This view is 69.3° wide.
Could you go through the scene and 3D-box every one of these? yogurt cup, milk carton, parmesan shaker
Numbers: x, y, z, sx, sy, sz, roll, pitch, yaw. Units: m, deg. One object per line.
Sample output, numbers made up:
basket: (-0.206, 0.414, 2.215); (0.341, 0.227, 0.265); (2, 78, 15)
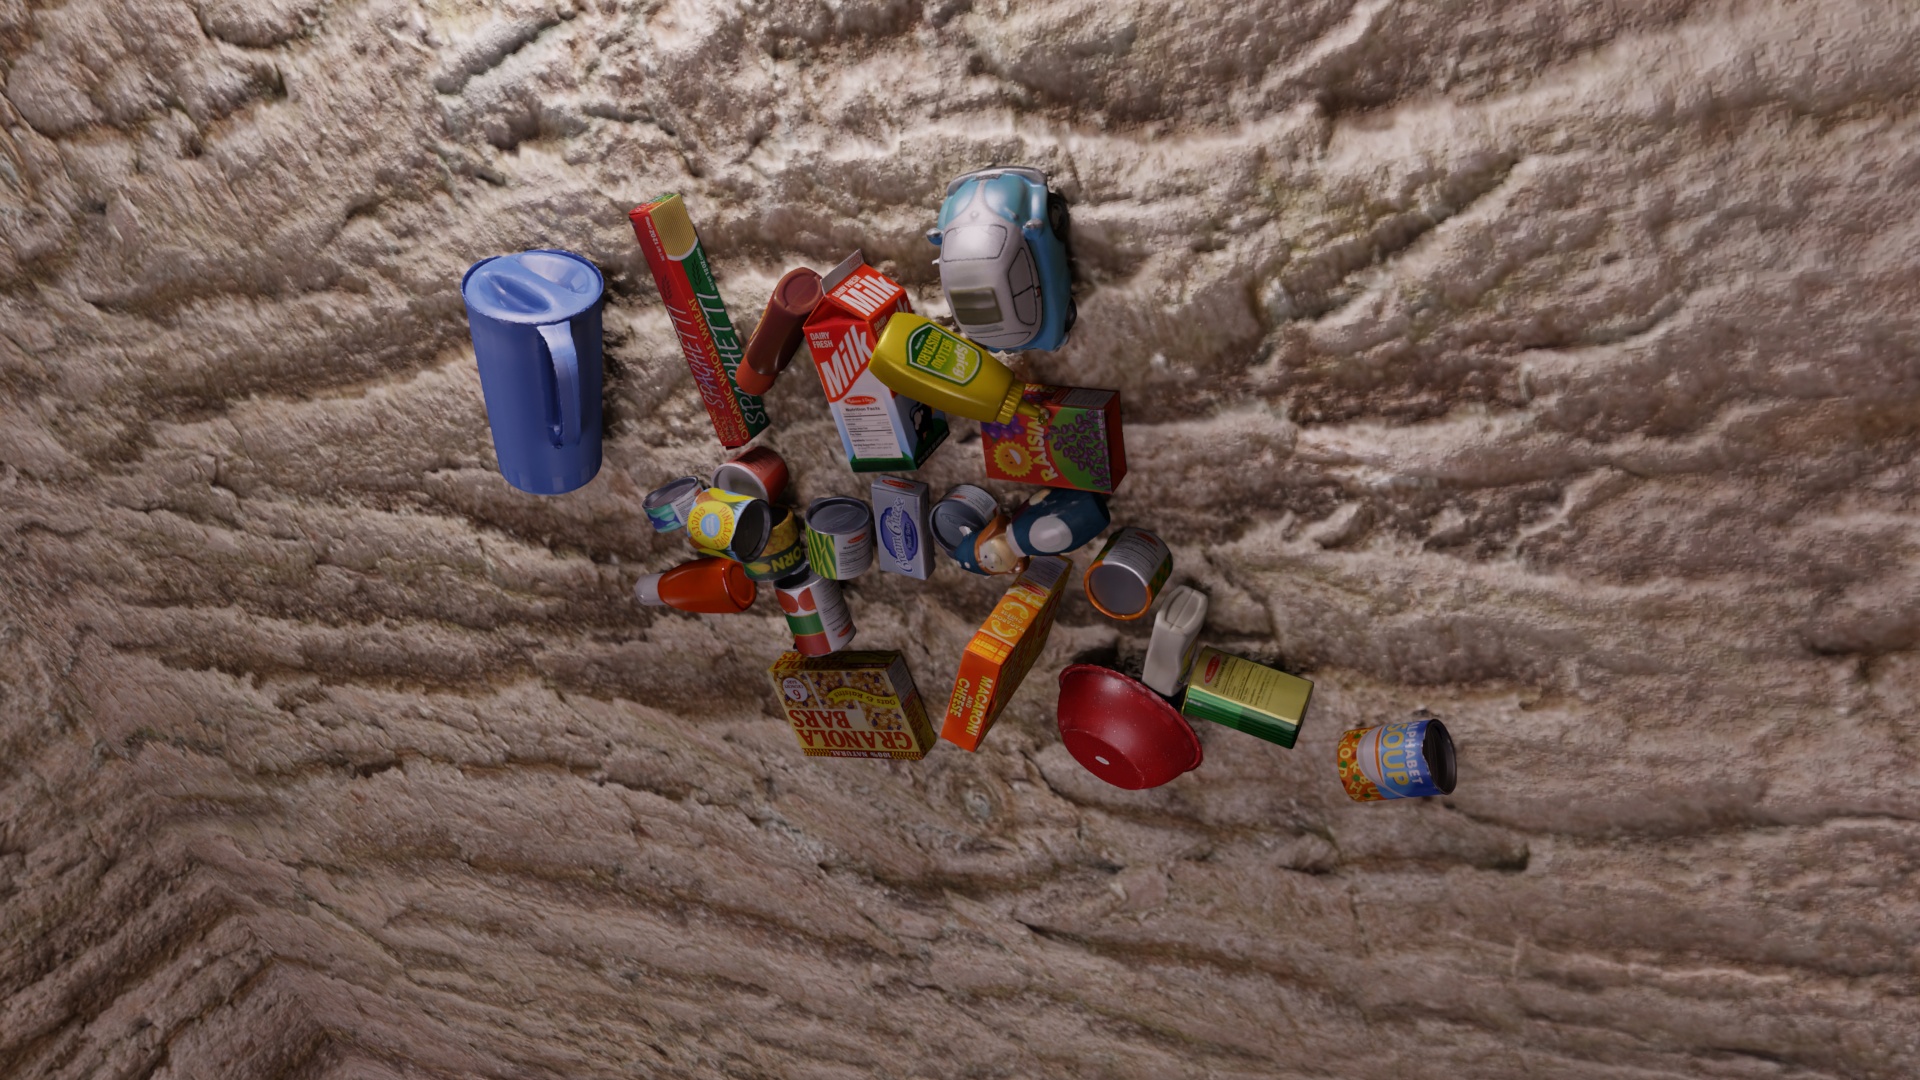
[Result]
yogurt cup: (-0.212, -0.060, 1.416); (0.072, 0.054, 0.072); (16, 128, 21)
milk carton: (-0.080, -0.161, 1.253); (0.073, 0.073, 0.189); (0, 122, 30)
parmesan shaker: (0.262, 0.146, 1.268); (0.103, 0.072, 0.071); (19, 130, 18)

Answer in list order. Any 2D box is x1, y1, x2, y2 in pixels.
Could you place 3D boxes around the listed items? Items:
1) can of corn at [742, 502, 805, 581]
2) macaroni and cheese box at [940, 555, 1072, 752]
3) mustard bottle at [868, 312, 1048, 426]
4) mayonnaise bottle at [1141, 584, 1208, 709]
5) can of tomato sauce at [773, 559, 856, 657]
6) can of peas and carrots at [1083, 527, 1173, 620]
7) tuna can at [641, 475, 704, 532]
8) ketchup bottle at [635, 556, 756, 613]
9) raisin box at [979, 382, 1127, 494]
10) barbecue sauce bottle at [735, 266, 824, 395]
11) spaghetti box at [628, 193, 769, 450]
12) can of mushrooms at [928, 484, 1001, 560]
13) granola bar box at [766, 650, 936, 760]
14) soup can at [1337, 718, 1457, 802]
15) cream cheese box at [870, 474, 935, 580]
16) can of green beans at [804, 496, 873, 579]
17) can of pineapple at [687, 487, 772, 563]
can of corn: (-0.197, 0.001, 1.443); (0.071, 0.071, 0.058); (5, 124, 28)
macaroni and cheese box: (0.045, 0.101, 1.300); (0.040, 0.167, 0.123); (25, 132, 12)
mustard bottle: (0.004, -0.137, 1.181); (0.160, 0.065, 0.048); (24, 155, -3)
mayonnaise bottle: (0.195, 0.109, 1.290); (0.041, 0.065, 0.147); (24, 141, 18)
can of tomato sauce: (-0.156, 0.071, 1.467); (0.071, 0.071, 0.082); (0, 121, 31)
can of peas and carrots: (0.152, 0.032, 1.262); (0.071, 0.059, 0.070); (16, 128, 21)
tuna can: (-0.304, -0.038, 1.479); (0.071, 0.071, 0.032); (-8, 118, 35)
ketchup bottle: (-0.301, 0.052, 1.557); (0.148, 0.044, 0.064); (-5, 118, 33)
raisin box: (0.080, -0.092, 1.229); (0.123, 0.040, 0.085); (9, 127, 27)
barbecue sauce bottle: (-0.172, -0.189, 1.297); (0.043, 0.065, 0.147); (37, 142, -4)
spaghetti box: (-0.248, -0.207, 1.336); (0.028, 0.050, 0.249); (0, 122, 32)
can of mushrooms: (0.005, -0.017, 1.332); (0.071, 0.034, 0.070); (15, 128, 20)
granola bar box: (-0.121, 0.183, 1.546); (0.165, 0.039, 0.123); (-4, 119, 32)
soup can: (0.385, 0.195, 1.231); (0.083, 0.072, 0.071); (-15, 113, 38)
cream cheese box: (-0.056, -0.012, 1.378); (0.053, 0.024, 0.103); (13, 127, 24)
can of green beans: (-0.121, -0.002, 1.395); (0.071, 0.071, 0.057); (16, 129, 21)
can of pineapple: (-0.229, -0.015, 1.372); (0.058, 0.071, 0.070); (13, 128, 23)
